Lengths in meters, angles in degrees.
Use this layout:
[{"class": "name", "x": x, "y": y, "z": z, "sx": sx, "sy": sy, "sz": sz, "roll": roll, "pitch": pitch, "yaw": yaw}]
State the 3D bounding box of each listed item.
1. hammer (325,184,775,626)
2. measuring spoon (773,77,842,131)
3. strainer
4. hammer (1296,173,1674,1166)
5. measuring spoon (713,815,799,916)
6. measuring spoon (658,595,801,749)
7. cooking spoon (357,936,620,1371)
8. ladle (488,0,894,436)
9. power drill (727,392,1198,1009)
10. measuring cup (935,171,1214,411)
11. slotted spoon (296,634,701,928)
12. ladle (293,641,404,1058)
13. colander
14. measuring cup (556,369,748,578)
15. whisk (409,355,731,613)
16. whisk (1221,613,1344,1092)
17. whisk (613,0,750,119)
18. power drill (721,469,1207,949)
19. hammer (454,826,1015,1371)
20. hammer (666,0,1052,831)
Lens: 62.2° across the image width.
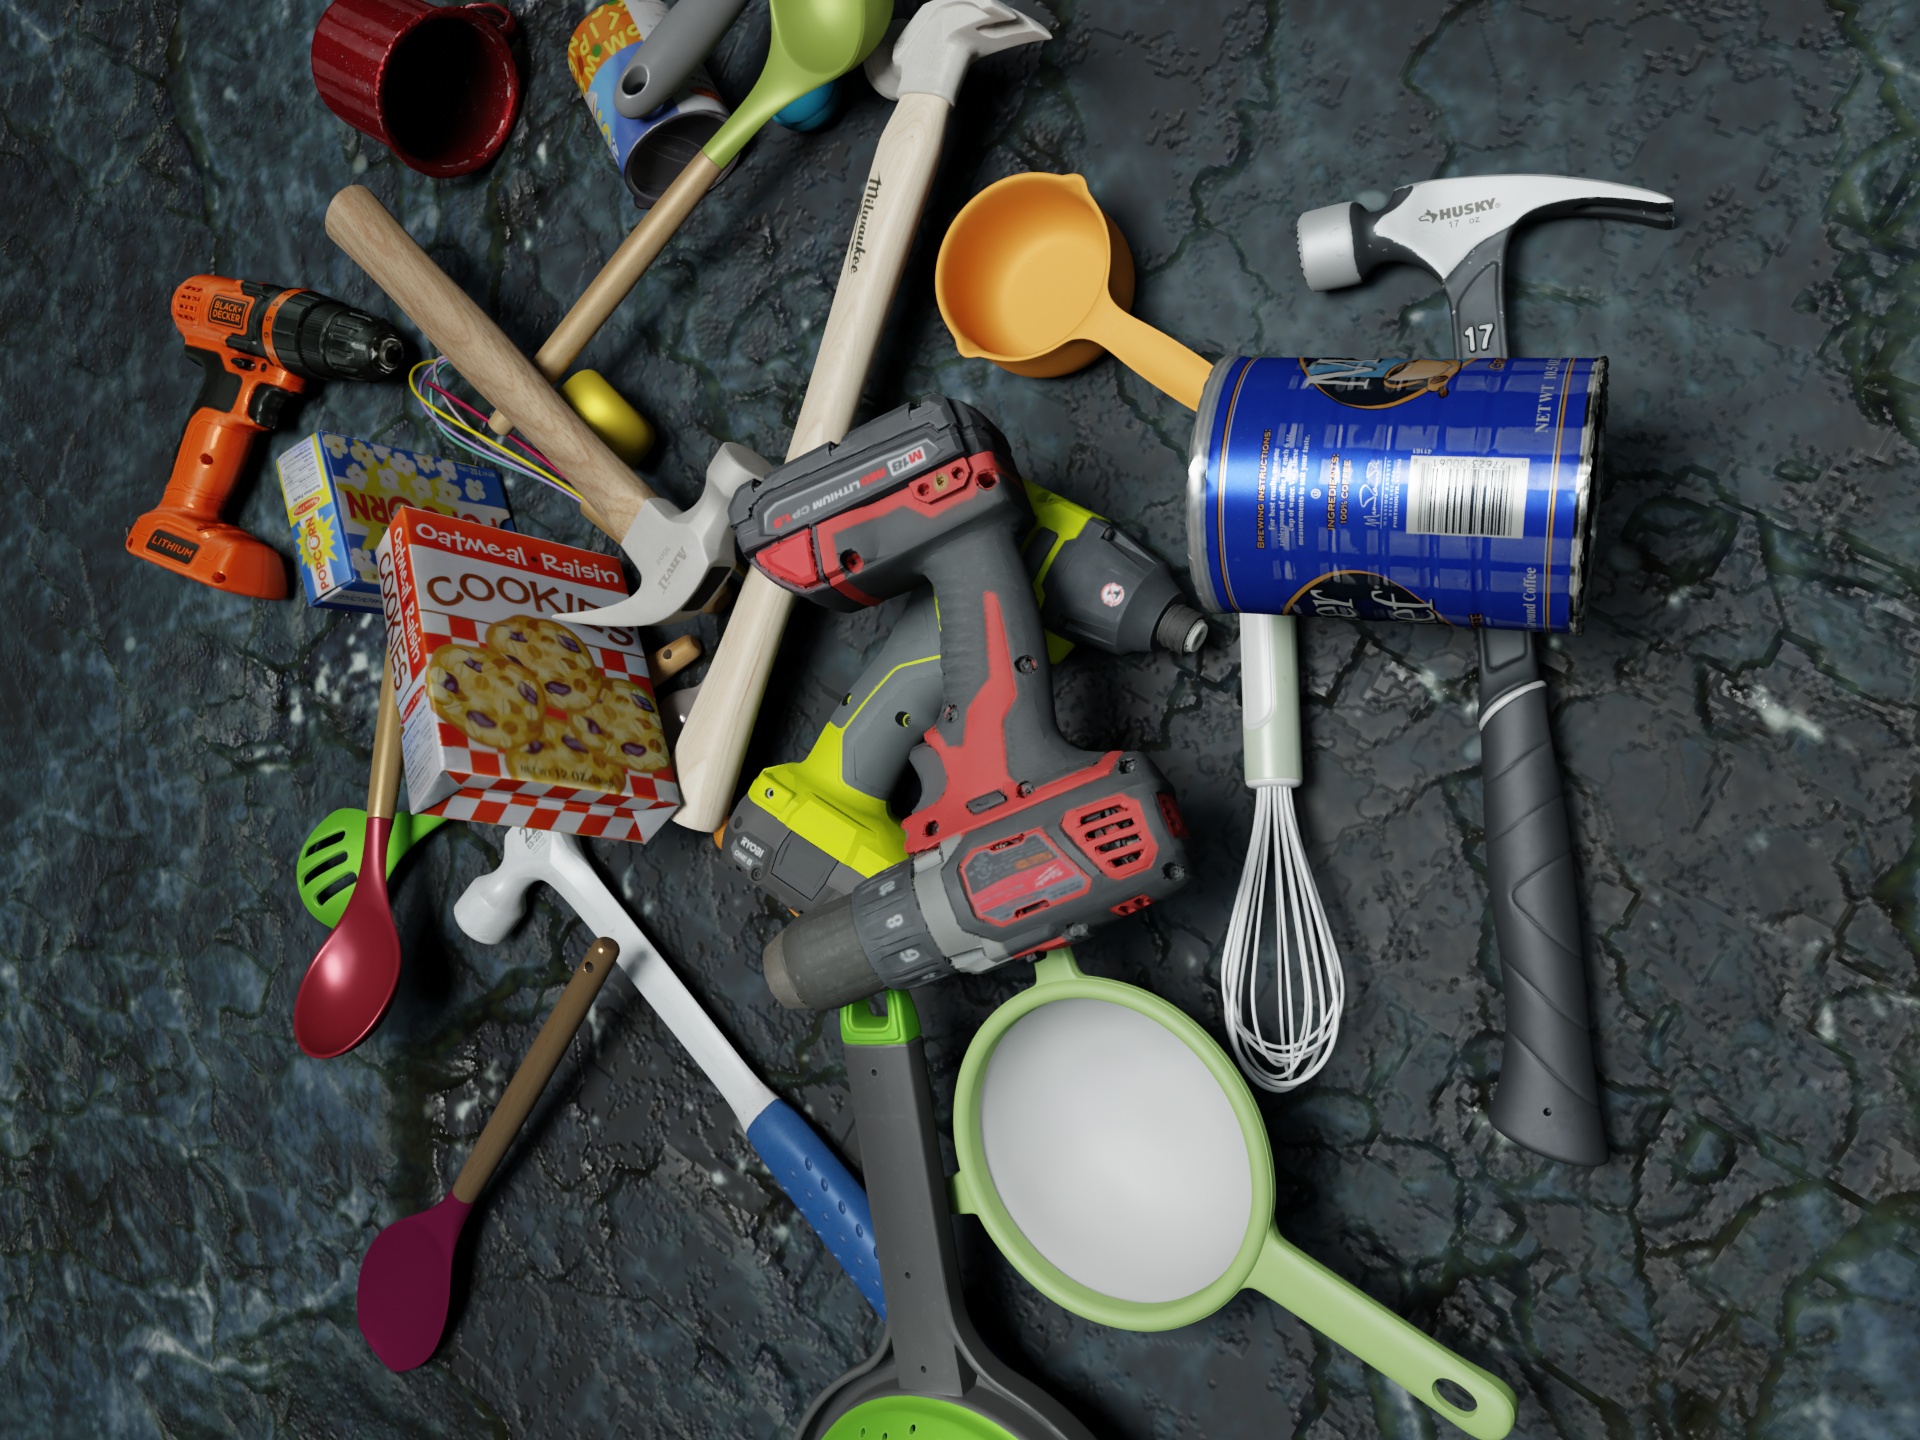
[{"class": "hammer", "x": -0.230, "y": -0.170, "z": 0.817, "sx": 0.331, "sy": 0.031, "sz": 0.130, "roll": 45, "pitch": 114, "yaw": 21}, {"class": "measuring spoon", "x": -0.071, "y": -0.365, "z": 0.834, "sx": 0.042, "sy": 0.021, "sz": 0.129, "roll": 4, "pitch": 79, "yaw": 27}, {"class": "strainer", "x": 0.117, "y": 0.201, "z": 0.664, "sx": 0.256, "sy": 0.069, "sz": 0.151, "roll": 29, "pitch": 112, "yaw": 26}, {"class": "hammer", "x": 0.230, "y": -0.027, "z": 0.652, "sx": 0.149, "sy": 0.036, "sz": 0.409, "roll": -6, "pitch": 84, "yaw": 24}, {"class": "measuring spoon", "x": -0.086, "y": 0.087, "z": 0.807, "sx": 0.117, "sy": 0.011, "sz": 0.021, "roll": 38, "pitch": 103, "yaw": 23}, {"class": "measuring spoon", "x": -0.121, "y": -0.034, "z": 0.830, "sx": 0.034, "sy": 0.018, "sz": 0.124, "roll": 45, "pitch": 104, "yaw": 22}, {"class": "cooking spoon", "x": -0.255, "y": 0.236, "z": 0.853, "sx": 0.069, "sy": 0.017, "sz": 0.318, "roll": 41, "pitch": 113, "yaw": 21}, {"class": "ladle", "x": -0.147, "y": -0.264, "z": 0.795, "sx": 0.320, "sy": 0.062, "sz": 0.078, "roll": -45, "pitch": 70, "yaw": 19}, {"class": "power drill", "x": -0.023, "y": 0.000, "z": 0.669, "sx": 0.188, "sy": 0.080, "sz": 0.227, "roll": -24, "pitch": 78, "yaw": 14}, {"class": "measuring cup", "x": 0.068, "y": -0.180, "z": 0.731, "sx": 0.174, "sy": 0.052, "sz": 0.095, "roll": 39, "pitch": 103, "yaw": 21}, {"class": "slotted spoon", "x": -0.268, "y": 0.032, "z": 0.893, "sx": 0.314, "sy": 0.031, "sz": 0.070, "roll": -30, "pitch": 71, "yaw": 19}, {"class": "ladle", "x": -0.324, "y": 0.030, "z": 0.892, "sx": 0.069, "sy": 0.031, "sz": 0.316, "roll": -5, "pitch": 73, "yaw": 24}, {"class": "colander", "x": -0.028, "y": 0.306, "z": 0.677, "sx": 0.204, "sy": 0.094, "sz": 0.397, "roll": -8, "pitch": 93, "yaw": 34}, {"class": "measuring cup", "x": -0.153, "y": -0.129, "z": 0.841, "sx": 0.156, "sy": 0.062, "sz": 0.029, "roll": 43, "pitch": 90, "yaw": 10}, {"class": "whisk", "x": -0.218, "y": -0.131, "z": 0.871, "sx": 0.245, "sy": 0.047, "sz": 0.051, "roll": 39, "pitch": 102, "yaw": 20}, {"class": "whisk", "x": 0.135, "y": 0.035, "z": 0.688, "sx": 0.058, "sy": 0.059, "sz": 0.246, "roll": -12, "pitch": 76, "yaw": 52}, {"class": "whisk", "x": -0.091, "y": -0.391, "z": 0.797, "sx": 0.055, "sy": 0.055, "sz": 0.239, "roll": 39, "pitch": 86, "yaw": 23}, {"class": "power drill", "x": -0.001, "y": -0.002, "z": 0.740, "sx": 0.171, "sy": 0.080, "sz": 0.223, "roll": 30, "pitch": 96, "yaw": 24}, {"class": "hammer", "x": -0.102, "y": 0.186, "z": 0.795, "sx": 0.406, "sy": 0.035, "sz": 0.144, "roll": 46, "pitch": 106, "yaw": 21}, {"class": "hammer", "x": -0.063, "y": -0.139, "z": 0.762, "sx": 0.146, "sy": 0.038, "sz": 0.410, "roll": 32, "pitch": 105, "yaw": 62}]
